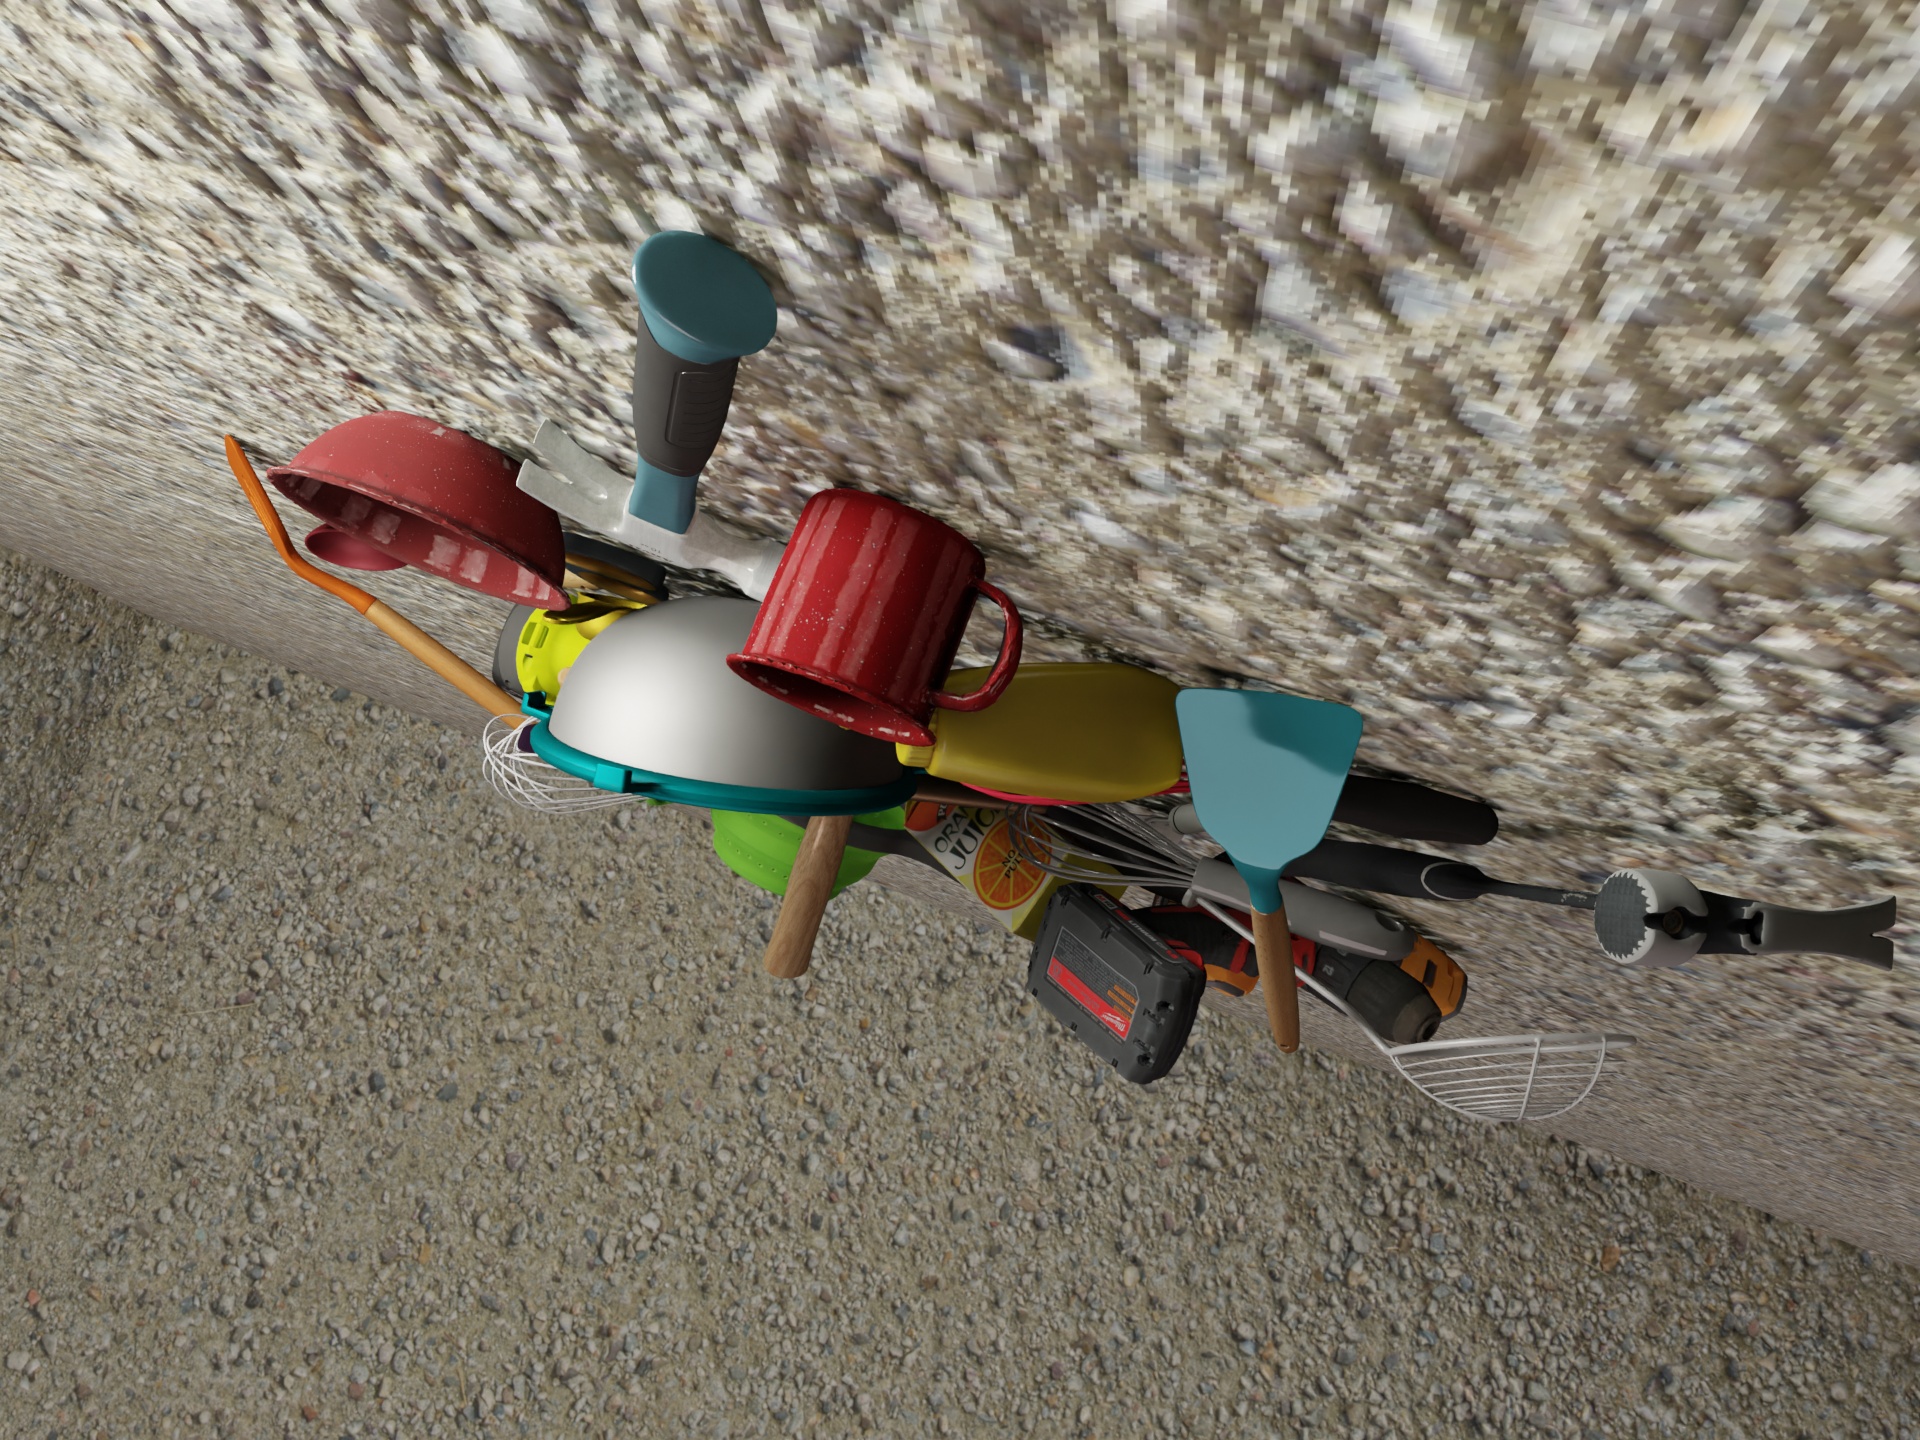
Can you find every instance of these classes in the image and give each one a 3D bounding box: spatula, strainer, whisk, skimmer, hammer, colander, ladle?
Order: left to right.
[{"bbox_3d":[-0.376,-0.069,1.084,0.322,0.041,0.081,39,161,-15],"label":"spatula"},{"bbox_3d":[-0.346,-0.111,1.089,0.315,0.031,0.069,11,169,37],"label":"ladle"},{"bbox_3d":[-0.190,0.038,1.050,0.070,0.070,0.284,12,180,41],"label":"whisk"},{"bbox_3d":[-0.109,-0.107,0.612,0.128,0.033,0.331,22,170,-10],"label":"hammer"},{"bbox_3d":[-0.101,0.029,0.949,0.316,0.018,0.060,8,-160,-10],"label":"spatula"},{"bbox_3d":[-0.093,0.086,1.111,0.130,0.031,0.331,6,139,-13],"label":"hammer"},{"bbox_3d":[-0.065,-0.015,0.897,0.340,0.095,0.211,3,-169,-27],"label":"strainer"},{"bbox_3d":[-0.061,0.118,1.240,0.397,0.094,0.204,29,-167,17],"label":"colander"},{"bbox_3d":[0.137,0.065,1.010,0.086,0.050,0.258,8,170,-16],"label":"strainer"},{"bbox_3d":[0.115,0.024,0.795,0.296,0.073,0.073,11,167,17],"label":"whisk"},{"bbox_3d":[0.133,0.087,0.884,0.239,0.055,0.055,18,169,22],"label":"whisk"},{"bbox_3d":[0.161,0.094,0.805,0.082,0.044,0.317,7,148,19],"label":"spatula"},{"bbox_3d":[0.202,0.112,0.923,0.363,0.090,0.127,35,-179,25],"label":"skimmer"},{"bbox_3d":[0.262,0.081,0.793,0.149,0.036,0.409,6,178,-17],"label":"hammer"}]

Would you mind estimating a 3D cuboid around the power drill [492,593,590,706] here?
[{"bbox_3d":[-0.196,-0.021,1.119,0.229,0.080,0.190,11,166,34],"label":"power drill"}]

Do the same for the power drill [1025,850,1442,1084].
[{"bbox_3d":[0.176,0.158,1.004,0.226,0.080,0.188,-6,-149,-41],"label":"power drill"}]

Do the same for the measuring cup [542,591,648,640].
[{"bbox_3d":[-0.217,-0.054,0.942,0.062,0.029,0.156,13,-171,4],"label":"measuring cup"}]

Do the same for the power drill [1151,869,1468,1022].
[{"bbox_3d":[0.248,0.169,1.219,0.226,0.084,0.185,4,161,45],"label":"power drill"}]

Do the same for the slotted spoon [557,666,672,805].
[{"bbox_3d":[-0.239,0.016,1.107,0.070,0.031,0.313,11,164,3],"label":"slotted spoon"}]
